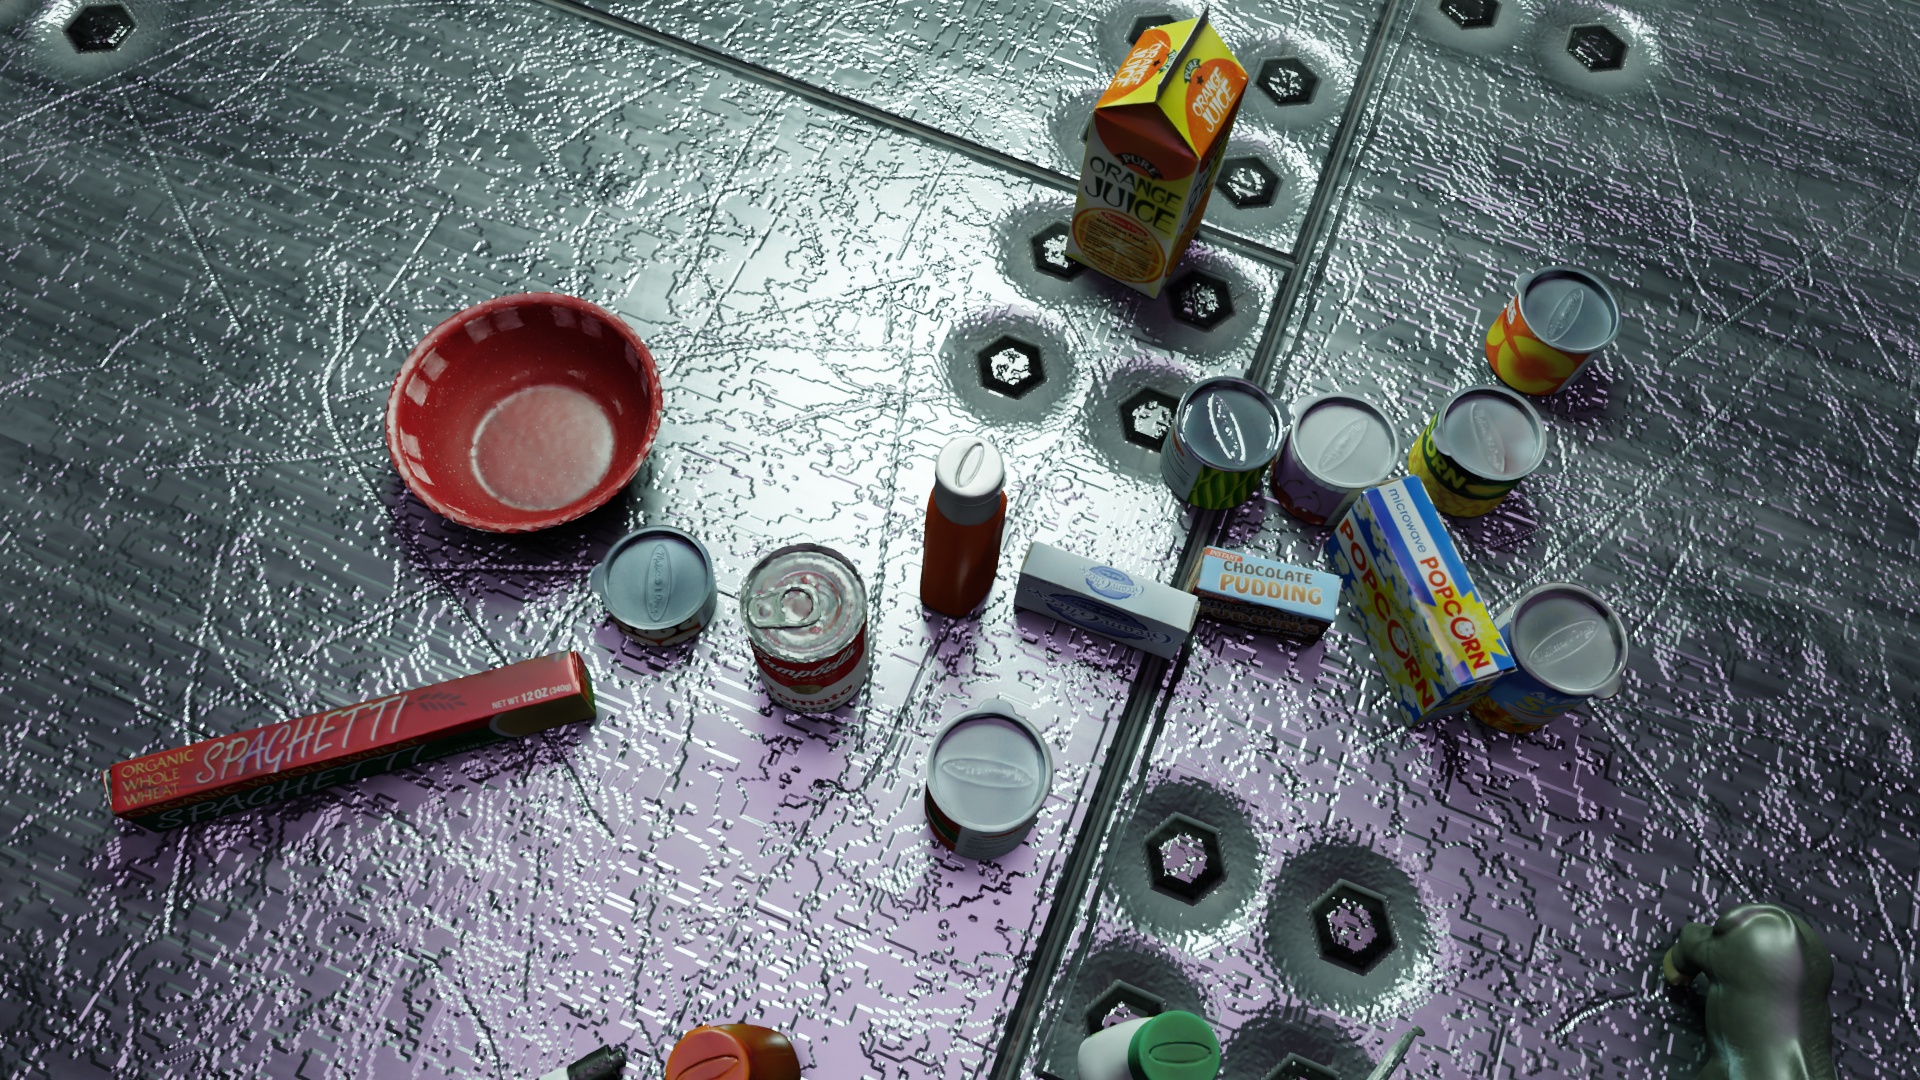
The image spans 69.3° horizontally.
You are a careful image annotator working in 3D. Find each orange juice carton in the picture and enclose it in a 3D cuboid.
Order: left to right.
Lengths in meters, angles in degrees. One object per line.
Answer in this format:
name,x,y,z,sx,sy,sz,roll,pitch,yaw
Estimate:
orange juice carton,0.122,-0.242,0.866,0.073,0.192,0.072,28,68,9

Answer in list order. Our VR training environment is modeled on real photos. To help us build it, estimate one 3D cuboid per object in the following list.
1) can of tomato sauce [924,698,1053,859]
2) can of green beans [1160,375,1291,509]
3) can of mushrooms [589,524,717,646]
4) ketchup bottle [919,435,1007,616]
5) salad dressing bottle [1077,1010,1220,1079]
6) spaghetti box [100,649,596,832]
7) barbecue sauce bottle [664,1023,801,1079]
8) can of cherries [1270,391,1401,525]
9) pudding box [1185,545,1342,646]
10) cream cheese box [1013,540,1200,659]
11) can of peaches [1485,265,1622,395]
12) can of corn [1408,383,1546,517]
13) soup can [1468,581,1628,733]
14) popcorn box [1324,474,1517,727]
can of tomato sauce,0.013,0.132,0.756,0.071,0.082,0.071,1,67,-2
can of green beans,0.161,-0.060,0.862,0.071,0.057,0.071,1,67,-2
can of mushrooms,-0.180,0.027,0.819,0.071,0.033,0.071,1,66,-2
ketchup bottle,0.003,-0.010,0.782,0.043,0.148,0.065,22,68,7
salad dressing bottle,0.093,0.253,0.672,0.064,0.147,0.044,0,67,-3
spaghetti box,-0.330,0.110,0.766,0.250,0.050,0.029,-14,68,-9
barbecue sauce bottle,-0.112,0.255,0.660,0.065,0.148,0.044,-18,69,-10
can of cherries,0.229,-0.052,0.861,0.071,0.058,0.072,1,67,-2
pudding box,0.179,0.033,0.827,0.084,0.049,0.030,14,67,3
cream cheese box,0.084,0.036,0.818,0.104,0.053,0.024,19,67,6
can of peaches,0.384,-0.137,0.907,0.071,0.057,0.071,1,67,-2
can of corn,0.319,-0.055,0.867,0.071,0.058,0.071,1,67,-2
soup can,0.333,0.072,0.799,0.071,0.083,0.071,1,67,-2
popcorn box,0.264,0.036,0.810,0.038,0.085,0.127,-16,68,-9
